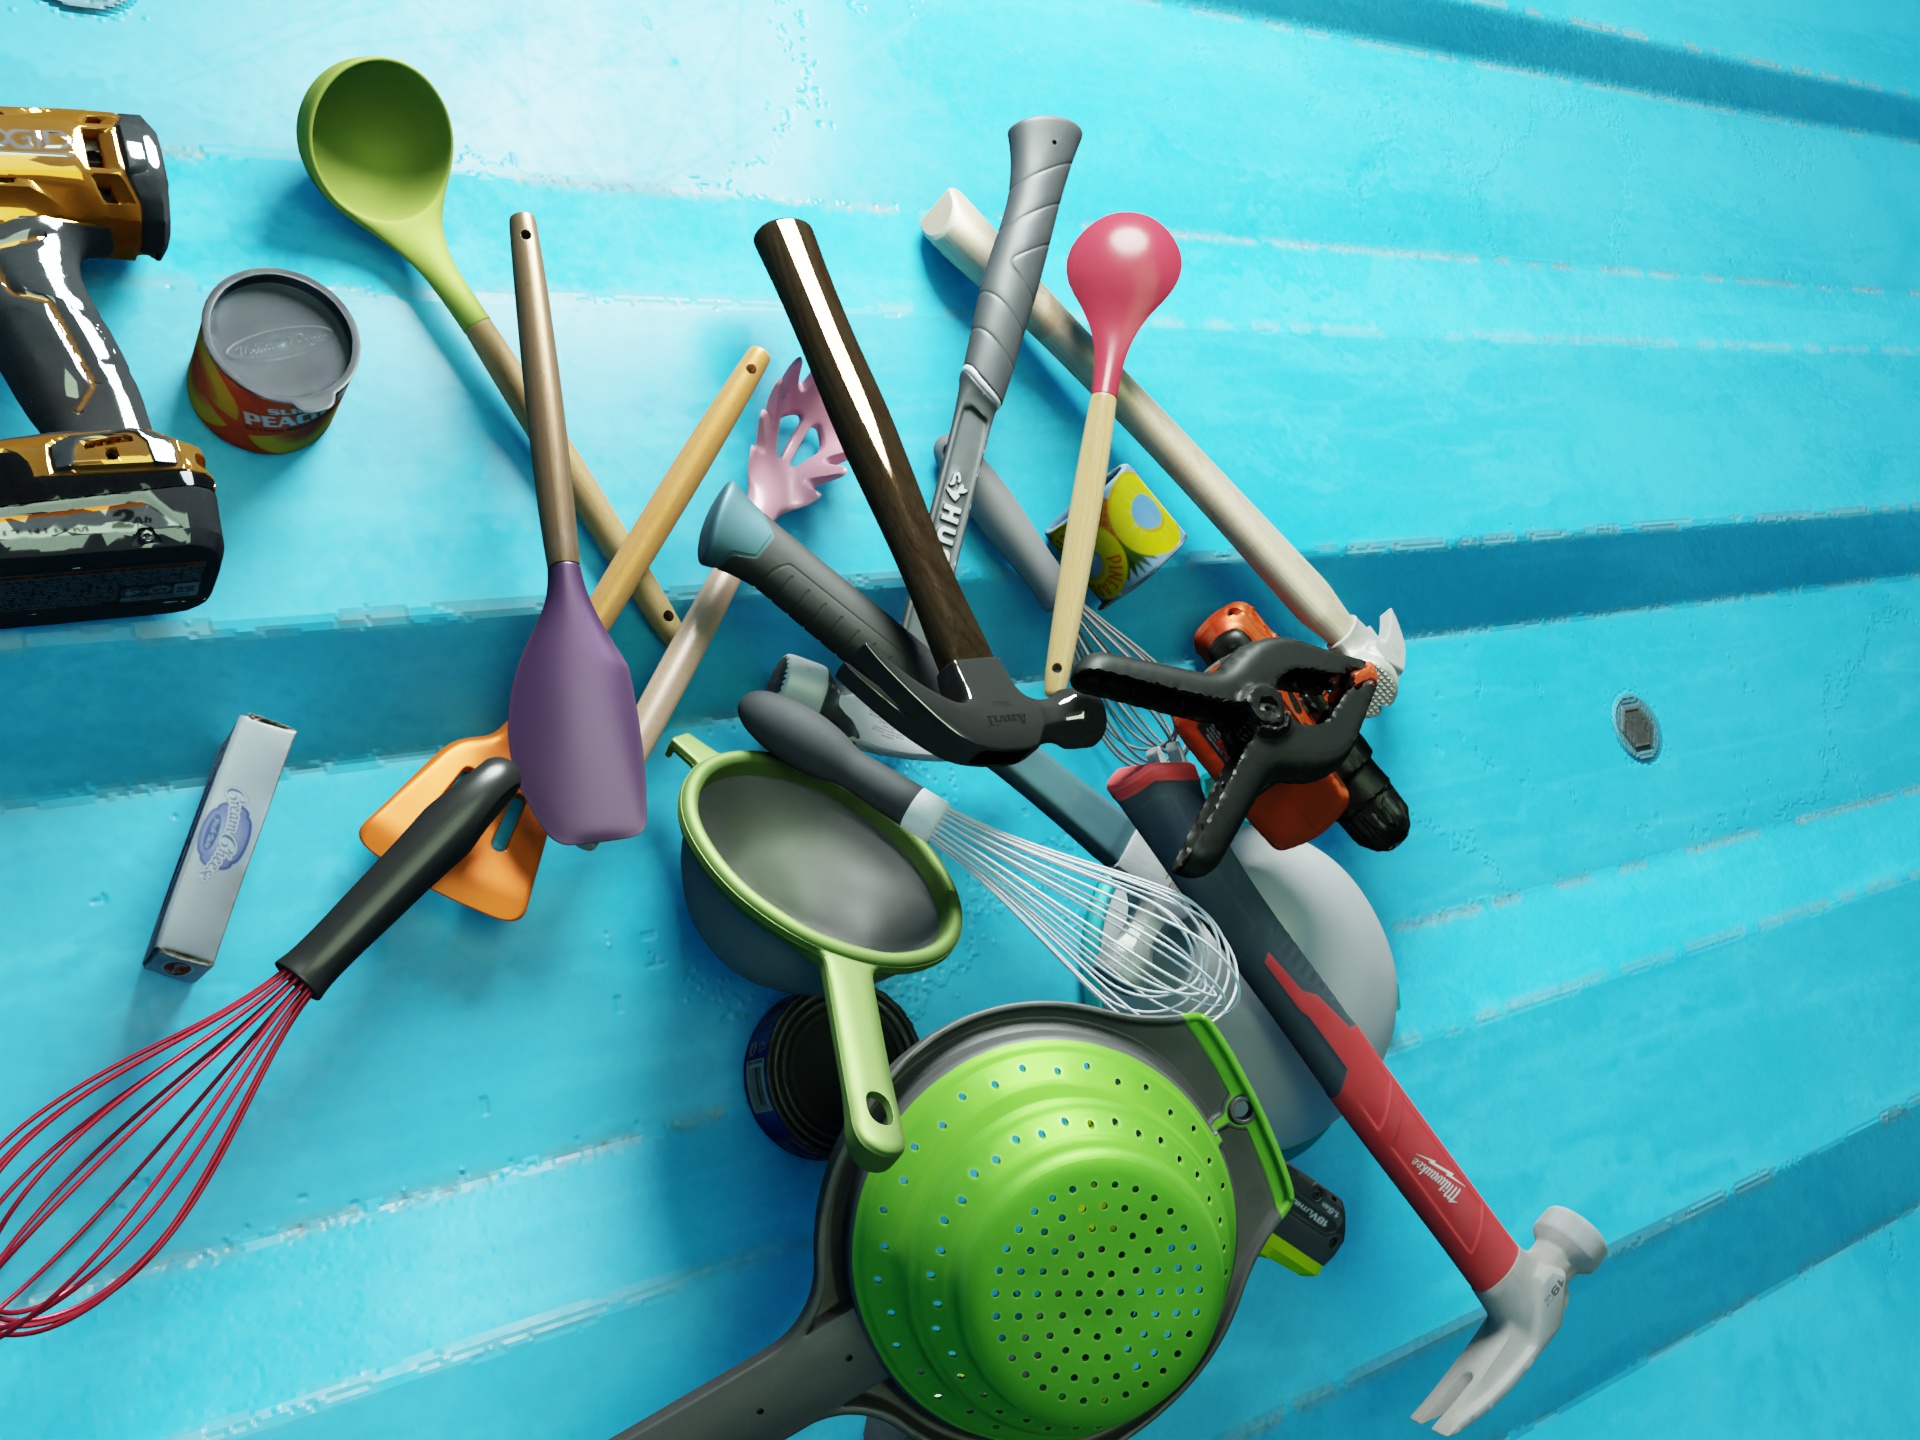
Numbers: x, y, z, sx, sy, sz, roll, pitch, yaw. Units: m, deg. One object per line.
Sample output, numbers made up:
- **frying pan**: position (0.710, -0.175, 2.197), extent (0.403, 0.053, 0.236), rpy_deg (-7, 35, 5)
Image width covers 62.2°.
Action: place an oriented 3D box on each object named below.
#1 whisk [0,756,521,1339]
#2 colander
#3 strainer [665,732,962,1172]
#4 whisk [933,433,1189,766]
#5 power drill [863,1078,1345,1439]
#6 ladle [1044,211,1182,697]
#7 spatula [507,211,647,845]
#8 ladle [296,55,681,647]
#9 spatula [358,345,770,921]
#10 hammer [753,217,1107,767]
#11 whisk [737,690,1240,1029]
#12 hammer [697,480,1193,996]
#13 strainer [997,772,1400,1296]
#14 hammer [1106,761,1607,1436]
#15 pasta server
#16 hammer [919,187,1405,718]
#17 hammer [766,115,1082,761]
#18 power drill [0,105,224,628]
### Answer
- **whisk**: position (-0.280, 0.119, 0.636), extent (0.073, 0.073, 0.296), rpy_deg (45, 59, -11)
- **colander**: position (-0.026, 0.263, 0.655), extent (0.397, 0.094, 0.204), rpy_deg (-27, 94, -12)
- **strainer**: position (-0.068, 0.116, 0.725), extent (0.151, 0.069, 0.257), rpy_deg (21, 27, -26)
- **whisk**: position (0.057, -0.070, 0.937), extent (0.055, 0.055, 0.239), rpy_deg (-35, 89, -35)
- **power drill**: position (0.081, 0.298, 0.773), extent (0.171, 0.080, 0.223), rpy_deg (36, 81, -16)
- **ladle**: position (0.078, -0.163, 0.919), extent (0.069, 0.031, 0.315), rpy_deg (7, 75, 10)
- **spatula**: position (-0.193, -0.097, 0.753), extent (0.059, 0.018, 0.316), rpy_deg (-5, 77, -18)
- **ladle**: position (-0.222, -0.178, 0.791), extent (0.078, 0.062, 0.320), rpy_deg (-35, 96, -34)
- **spatula**: position (-0.170, -0.058, 0.771), extent (0.081, 0.041, 0.323), rpy_deg (31, 71, -13)
- **hammer**: position (-0.041, -0.125, 0.817), extent (0.130, 0.031, 0.331), rpy_deg (-6, 64, -38)
- **whisk**: position (0.010, 0.064, 0.776), extent (0.284, 0.070, 0.070), rpy_deg (31, 56, 9)
- **hammer**: position (-0.001, -0.003, 0.824), extent (0.331, 0.033, 0.128), rpy_deg (39, 66, -13)
- **strainer**: position (0.141, 0.182, 0.870), extent (0.211, 0.095, 0.340), rpy_deg (51, 54, -8)
- **hammer**: position (0.188, 0.186, 0.828), extent (0.143, 0.038, 0.386), rpy_deg (-41, 100, -21)
- **pasta server**: position (-0.121, -0.068, 0.811), extent (0.060, 0.040, 0.316), rpy_deg (34, 54, -18)
- **hammer**: position (0.132, -0.176, 1.006), extent (0.410, 0.038, 0.146), rpy_deg (46, 25, -4)
- **hammer**: position (0.012, -0.169, 0.902), extent (0.149, 0.036, 0.409), rpy_deg (20, 73, -19)
- **power drill**: position (-0.412, -0.153, 0.650), extent (0.185, 0.084, 0.226), rpy_deg (-10, 75, -33)
